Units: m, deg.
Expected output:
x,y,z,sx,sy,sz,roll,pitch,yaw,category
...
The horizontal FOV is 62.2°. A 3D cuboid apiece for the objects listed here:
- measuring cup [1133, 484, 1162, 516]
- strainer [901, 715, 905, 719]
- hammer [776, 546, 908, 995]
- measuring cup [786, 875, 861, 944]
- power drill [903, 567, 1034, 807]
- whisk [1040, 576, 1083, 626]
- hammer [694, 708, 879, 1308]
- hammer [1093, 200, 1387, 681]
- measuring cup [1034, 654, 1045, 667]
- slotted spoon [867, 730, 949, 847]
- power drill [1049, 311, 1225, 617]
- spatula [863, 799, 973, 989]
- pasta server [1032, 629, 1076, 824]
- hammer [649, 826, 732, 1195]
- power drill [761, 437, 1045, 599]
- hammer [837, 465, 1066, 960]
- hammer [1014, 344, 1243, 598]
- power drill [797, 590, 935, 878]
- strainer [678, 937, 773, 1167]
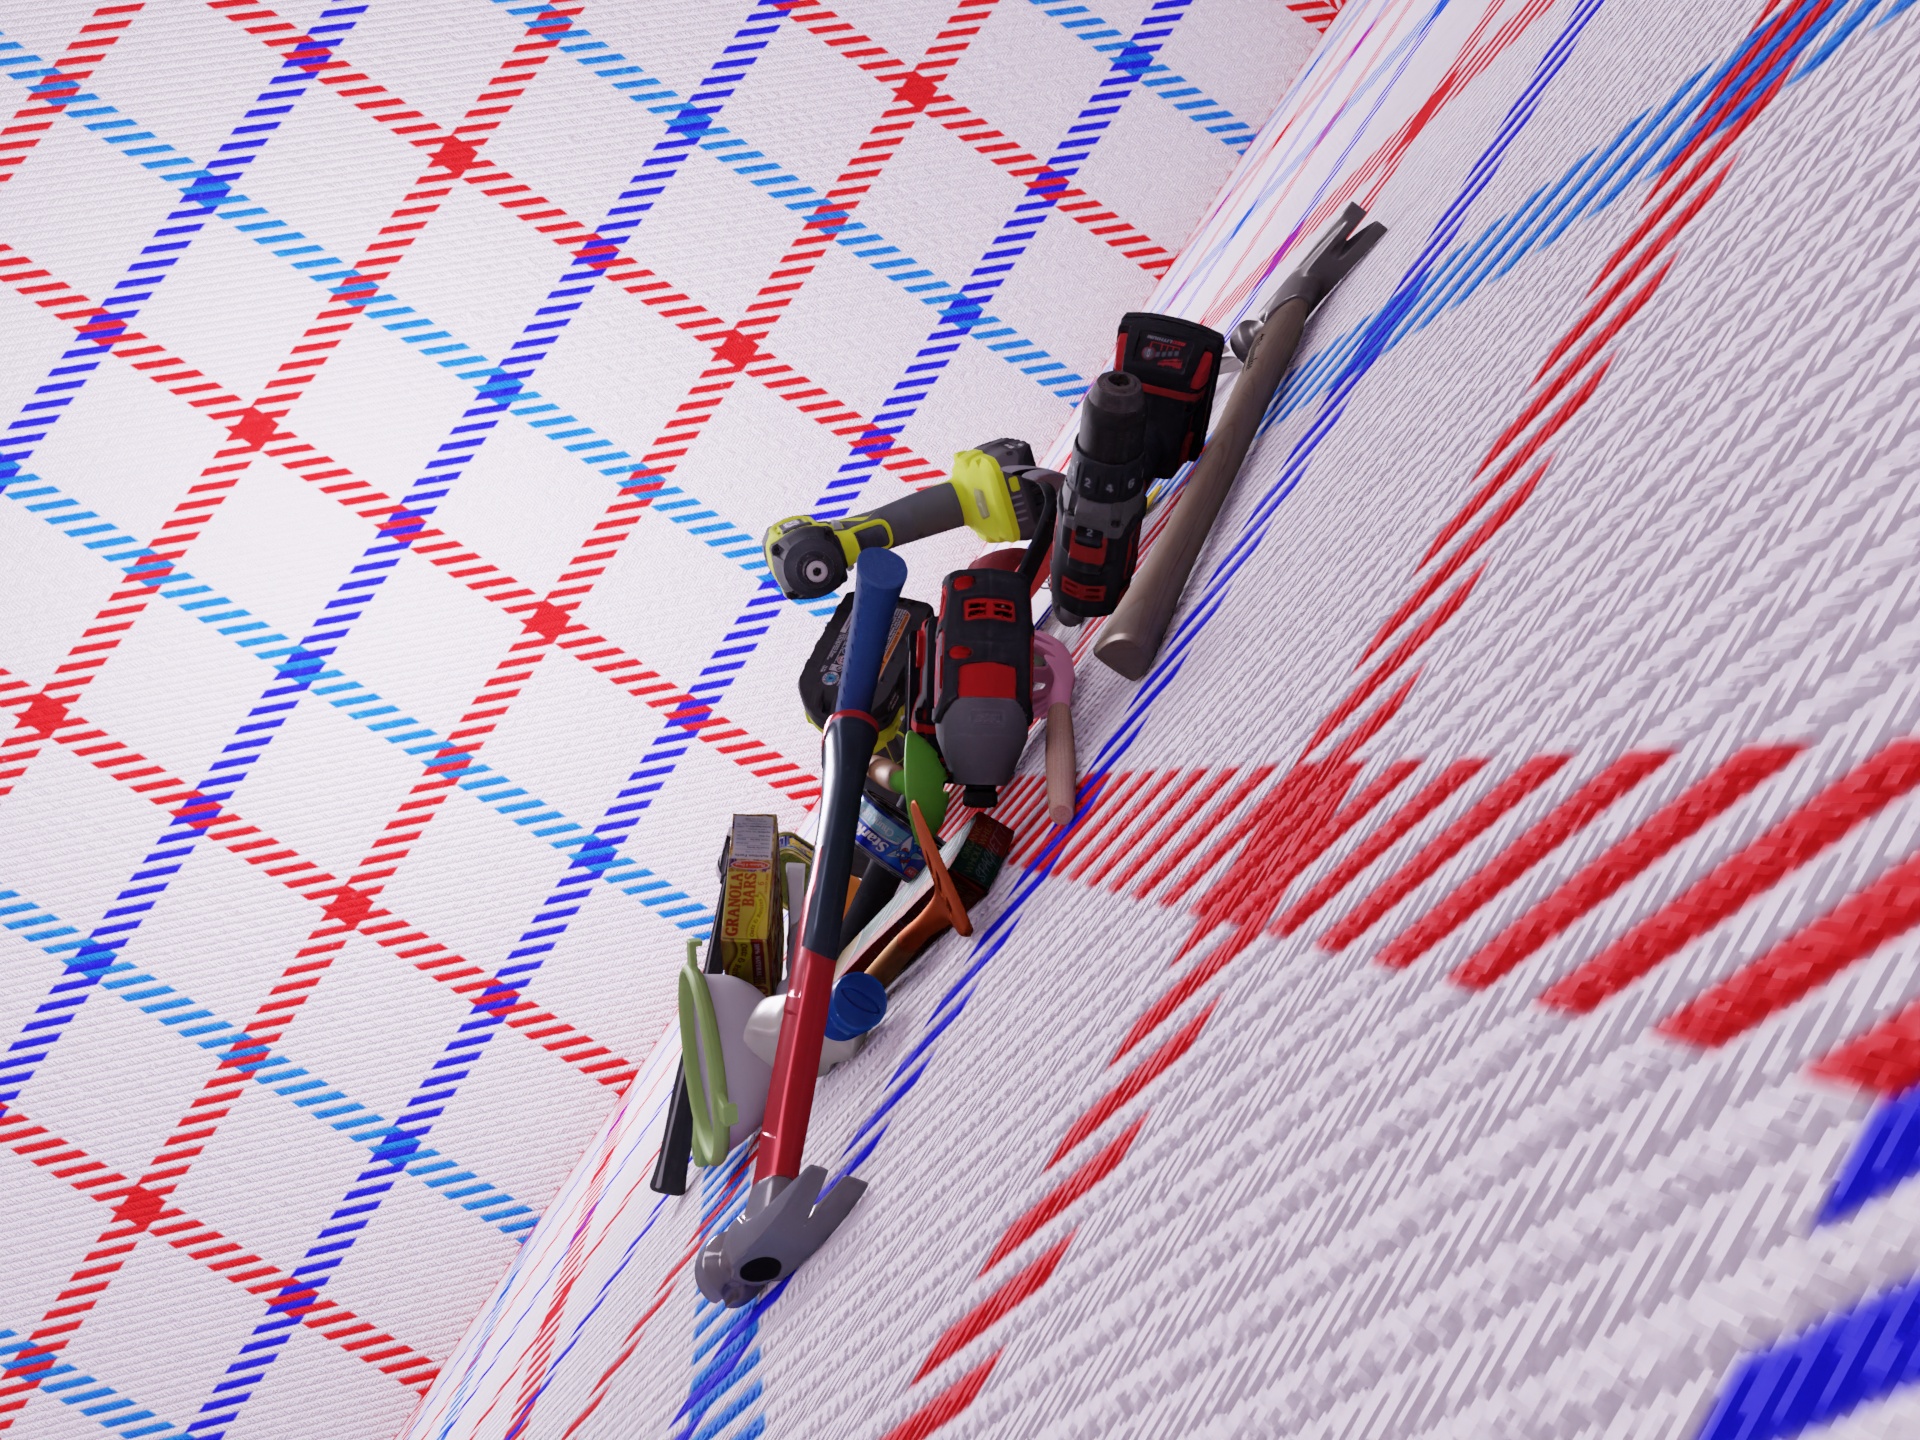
x,y,z,sx,sy,sz,roll,pitch,yaw,category
0.136,-0.179,1.360,0.062,0.029,0.156,-58,4,-15,measuring cup
-0.057,0.010,1.600,0.211,0.095,0.340,-57,4,-8,strainer
-0.092,0.043,1.164,0.144,0.035,0.405,-92,13,-48,hammer
-0.102,0.162,1.331,0.095,0.052,0.173,-58,4,-19,measuring cup
0.007,-0.013,1.034,0.219,0.078,0.143,139,132,-84,power drill
0.088,-0.118,1.375,0.055,0.055,0.239,-55,10,15,whisk
-0.078,0.130,0.923,0.143,0.038,0.387,-51,23,41,hammer
0.176,-0.181,1.024,0.146,0.038,0.411,-47,11,51,hammer
0.054,-0.068,1.373,0.083,0.038,0.168,-52,8,37,measuring cup
-0.043,0.037,1.062,0.314,0.031,0.070,-169,73,-80,slotted spoon
0.124,-0.206,1.139,0.187,0.080,0.227,94,-163,-46,power drill
-0.048,0.149,0.994,0.041,0.081,0.322,-13,-23,-29,spatula
0.054,0.003,0.998,0.316,0.040,0.060,-81,-7,-72,pasta server
-0.226,0.253,1.419,0.146,0.035,0.335,122,159,-63,hammer
-0.046,-0.156,1.285,0.223,0.080,0.171,-20,15,-7,power drill
-0.002,-0.004,1.196,0.409,0.036,0.149,-65,-29,-6,hammer
0.101,-0.174,1.333,0.359,0.036,0.149,-54,18,-21,hammer
-0.056,0.001,1.321,0.228,0.080,0.191,80,-152,-51,power drill
-0.176,0.287,1.241,0.256,0.069,0.152,104,153,-51,strainer
